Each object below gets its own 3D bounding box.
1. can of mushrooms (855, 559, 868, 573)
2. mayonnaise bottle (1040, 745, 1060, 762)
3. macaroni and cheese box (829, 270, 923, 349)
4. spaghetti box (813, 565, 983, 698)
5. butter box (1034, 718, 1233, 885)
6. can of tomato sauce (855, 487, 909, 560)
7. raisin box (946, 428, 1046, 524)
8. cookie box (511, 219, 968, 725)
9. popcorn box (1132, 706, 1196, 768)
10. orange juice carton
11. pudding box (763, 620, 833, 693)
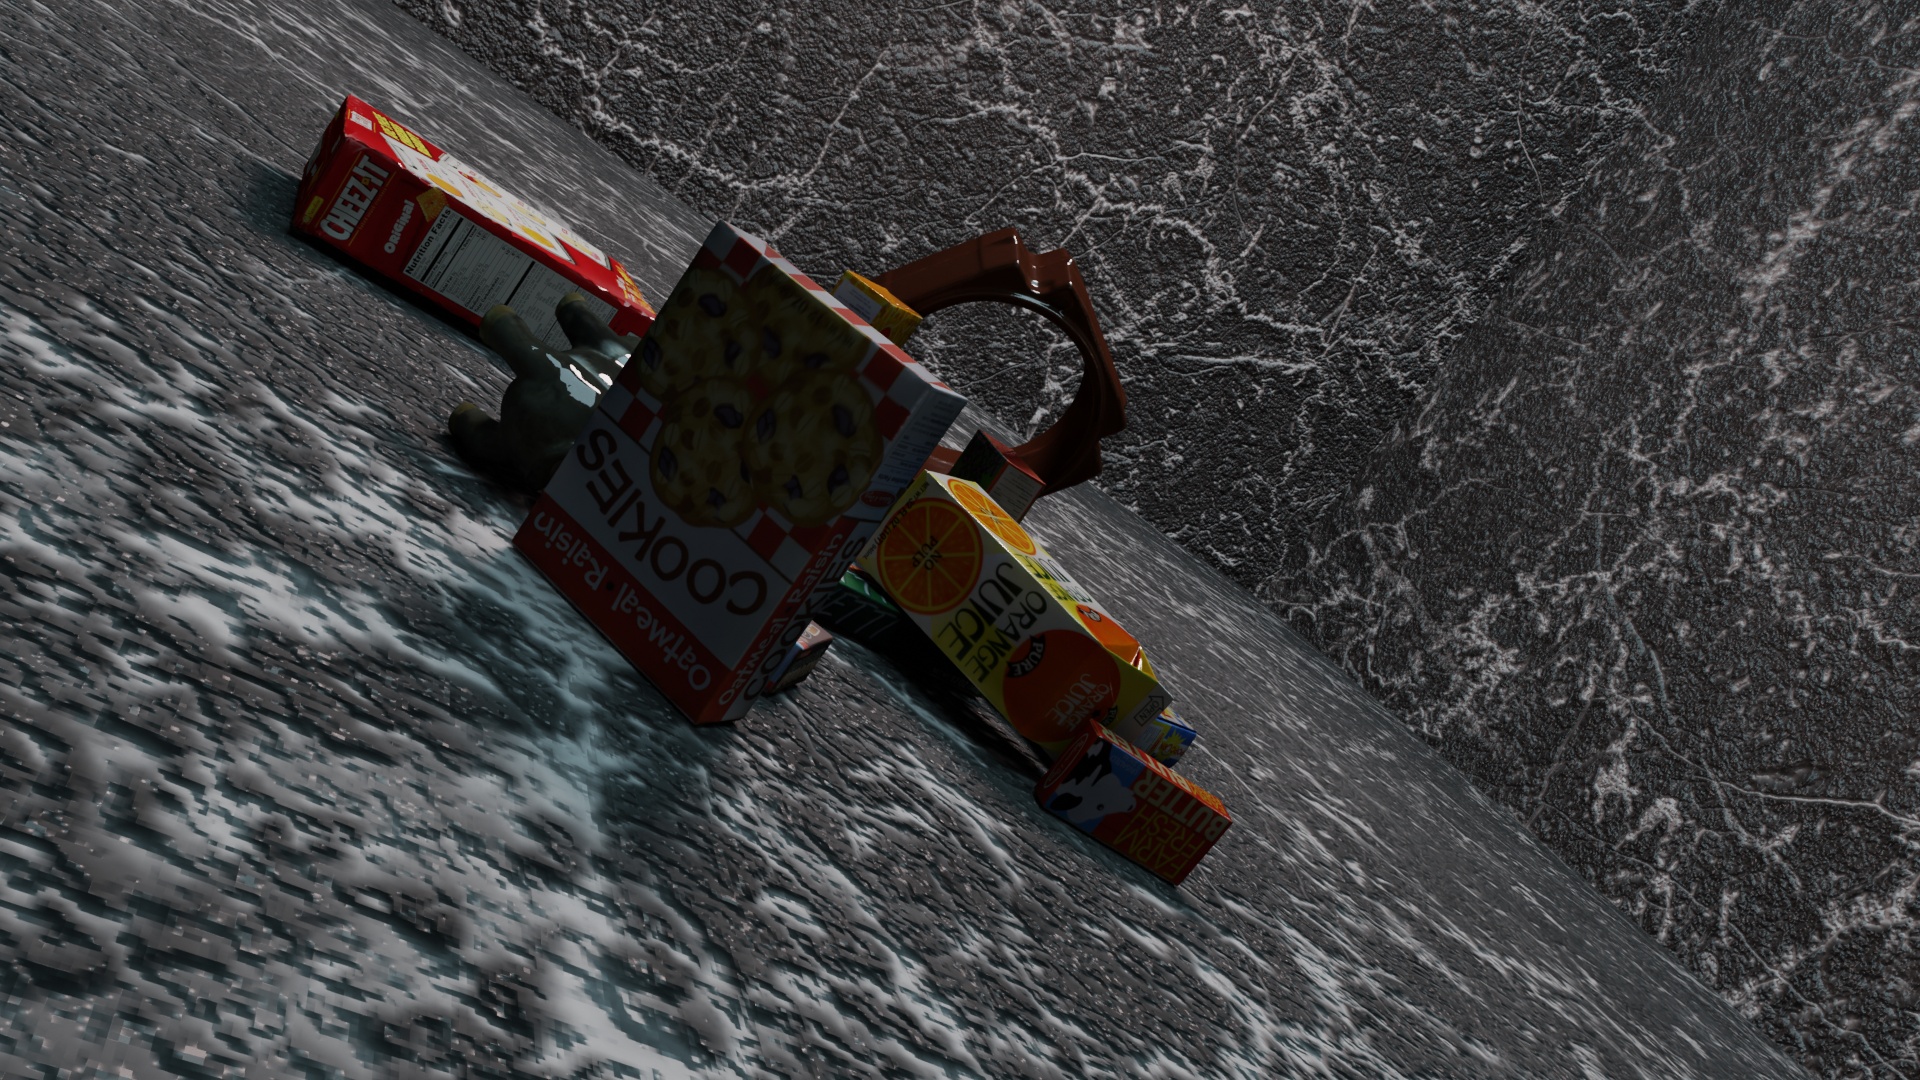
[{"bbox_3d":[-0.034,0.010,0.945,0.071,0.071,0.033,28,10,-44],"label":"can of mushrooms"},{"bbox_3d":[0.071,0.120,0.866,0.064,0.041,0.148,26,14,-43],"label":"mayonnaise bottle"},{"bbox_3d":[-0.098,-0.102,0.957,0.040,0.166,0.124,37,8,4],"label":"macaroni and cheese box"},{"bbox_3d":[-0.074,0.030,0.810,0.250,0.028,0.050,30,10,-38],"label":"spaghetti box"},{"bbox_3d":[0.097,0.147,0.778,0.103,0.053,0.024,33,11,-20],"label":"butter box"},{"bbox_3d":[-0.072,-0.031,1.014,0.071,0.071,0.083,33,8,-24],"label":"can of tomato sauce"},{"bbox_3d":[0.004,-0.013,1.031,0.040,0.123,0.086,31,9,-24],"label":"raisin box"},{"bbox_3d":[-0.094,-0.027,0.573,0.123,0.167,0.040,40,12,21],"label":"cookie box"},{"bbox_3d":[0.110,0.115,1.054,0.127,0.038,0.085,43,12,37],"label":"popcorn box"},{"bbox_3d":[0.034,0.049,0.814,0.193,0.071,0.073,45,14,21],"label":"orange juice carton"},{"bbox_3d":[-0.106,0.034,0.656,0.084,0.030,0.050,38,9,9],"label":"pudding box"}]
